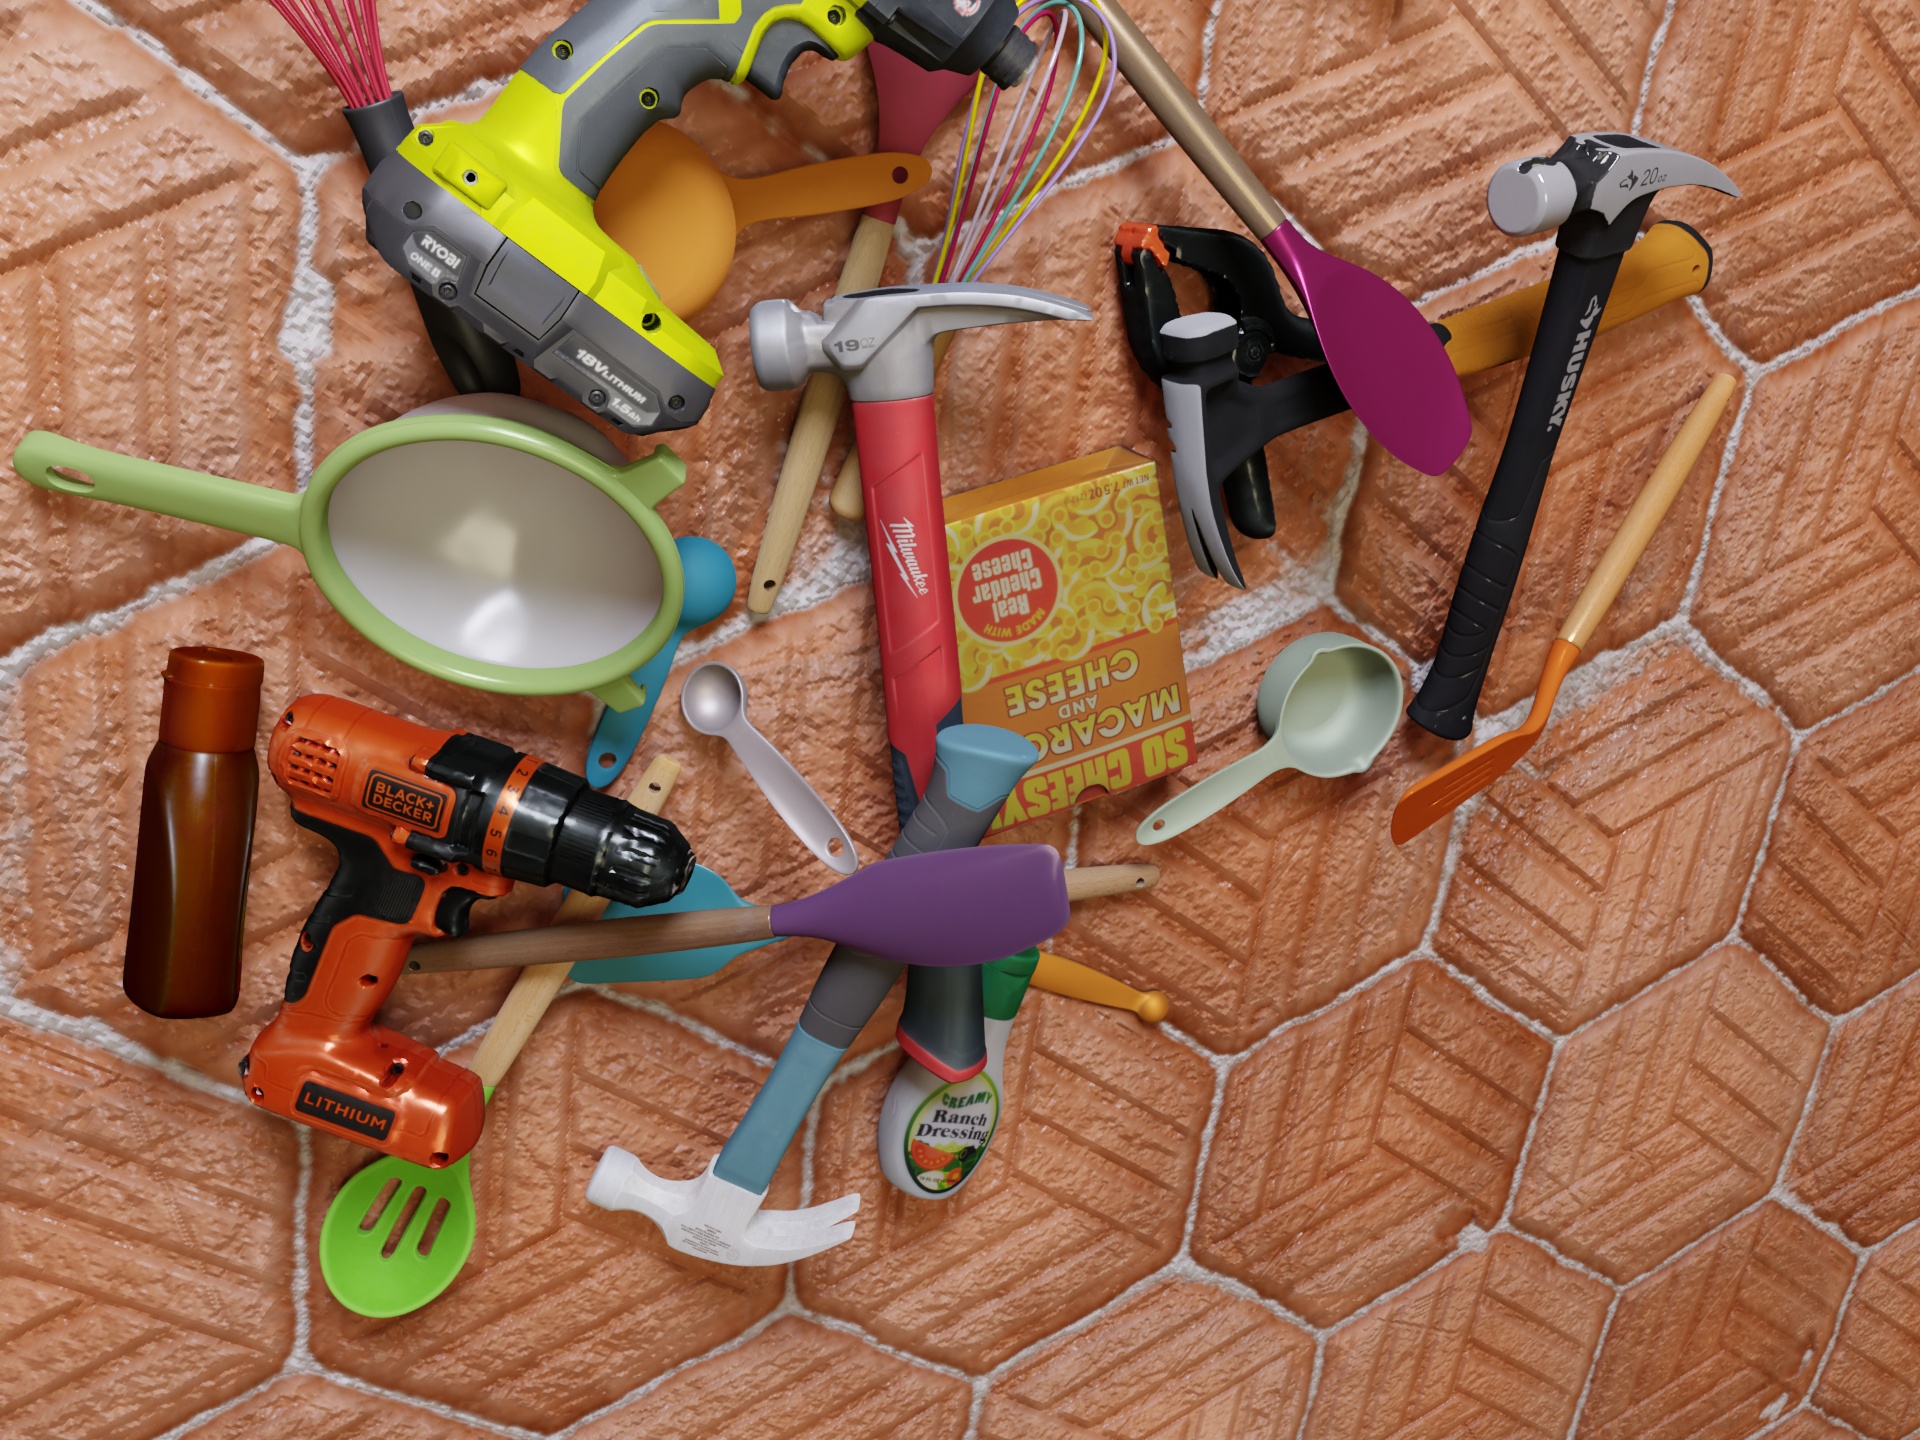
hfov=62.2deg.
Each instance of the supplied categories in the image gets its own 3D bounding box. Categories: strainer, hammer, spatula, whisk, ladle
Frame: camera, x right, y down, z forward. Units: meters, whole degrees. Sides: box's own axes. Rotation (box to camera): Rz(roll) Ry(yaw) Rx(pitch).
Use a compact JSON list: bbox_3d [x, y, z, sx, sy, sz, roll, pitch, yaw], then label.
[{"bbox_3d":[-0.235,-0.093,0.644,0.256,0.069,0.151,12,139,-9],"label":"strainer"},{"bbox_3d":[-0.001,-0.002,0.734,0.143,0.038,0.386,-4,113,3],"label":"hammer"},{"bbox_3d":[-0.039,0.089,0.814,0.317,0.044,0.082,-3,110,-26],"label":"spatula"},{"bbox_3d":[-0.005,-0.199,0.693,0.047,0.051,0.245,-3,125,-54],"label":"whisk"},{"bbox_3d":[0.285,-0.126,0.798,0.146,0.035,0.334,-21,135,-28],"label":"hammer"},{"bbox_3d":[-0.045,-0.194,0.696,0.069,0.031,0.315,11,108,-26],"label":"ladle"},{"bbox_3d":[-0.225,-0.248,0.586,0.073,0.073,0.295,-23,122,-12],"label":"whisk"},{"bbox_3d":[-0.108,0.095,0.718,0.316,0.018,0.059,-6,113,7],"label":"spatula"},{"bbox_3d":[0.246,-0.177,0.787,0.337,0.034,0.127,-23,118,-21],"label":"hammer"},{"bbox_3d":[0.334,-0.064,0.867,0.322,0.041,0.081,-56,156,-10],"label":"spatula"},{"bbox_3d":[-0.060,0.137,0.758,0.128,0.033,0.331,27,113,-7],"label":"hammer"}]

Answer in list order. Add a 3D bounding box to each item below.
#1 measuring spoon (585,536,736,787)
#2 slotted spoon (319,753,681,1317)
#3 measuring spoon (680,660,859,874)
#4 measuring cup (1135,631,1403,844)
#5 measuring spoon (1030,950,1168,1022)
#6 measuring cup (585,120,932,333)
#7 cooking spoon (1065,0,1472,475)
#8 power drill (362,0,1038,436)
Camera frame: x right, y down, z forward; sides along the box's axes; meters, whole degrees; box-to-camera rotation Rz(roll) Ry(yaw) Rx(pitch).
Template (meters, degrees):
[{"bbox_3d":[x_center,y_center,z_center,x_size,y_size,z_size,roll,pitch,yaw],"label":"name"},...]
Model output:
[{"bbox_3d":[-0.140,-0.023,0.728,0.042,0.021,0.128,22,100,-27],"label":"measuring spoon"},{"bbox_3d":[-0.213,0.150,0.758,0.070,0.031,0.313,30,99,-12],"label":"slotted spoon"},{"bbox_3d":[-0.084,0.023,0.730,0.034,0.124,0.018,-45,164,17],"label":"measuring spoon"},{"bbox_3d":[0.158,0.013,0.854,0.167,0.038,0.083,-32,119,-5],"label":"measuring cup"},{"bbox_3d":[0.071,0.149,0.887,0.116,0.011,0.021,22,101,-27],"label":"measuring spoon"},{"bbox_3d":[-0.093,-0.206,0.641,0.173,0.052,0.095,-12,112,-5],"label":"measuring cup"},{"bbox_3d":[0.120,-0.235,0.695,0.318,0.017,0.069,48,64,-11],"label":"cooking spoon"},{"bbox_3d":[-0.090,-0.221,0.569,0.171,0.080,0.223,35,97,-23],"label":"power drill"}]
